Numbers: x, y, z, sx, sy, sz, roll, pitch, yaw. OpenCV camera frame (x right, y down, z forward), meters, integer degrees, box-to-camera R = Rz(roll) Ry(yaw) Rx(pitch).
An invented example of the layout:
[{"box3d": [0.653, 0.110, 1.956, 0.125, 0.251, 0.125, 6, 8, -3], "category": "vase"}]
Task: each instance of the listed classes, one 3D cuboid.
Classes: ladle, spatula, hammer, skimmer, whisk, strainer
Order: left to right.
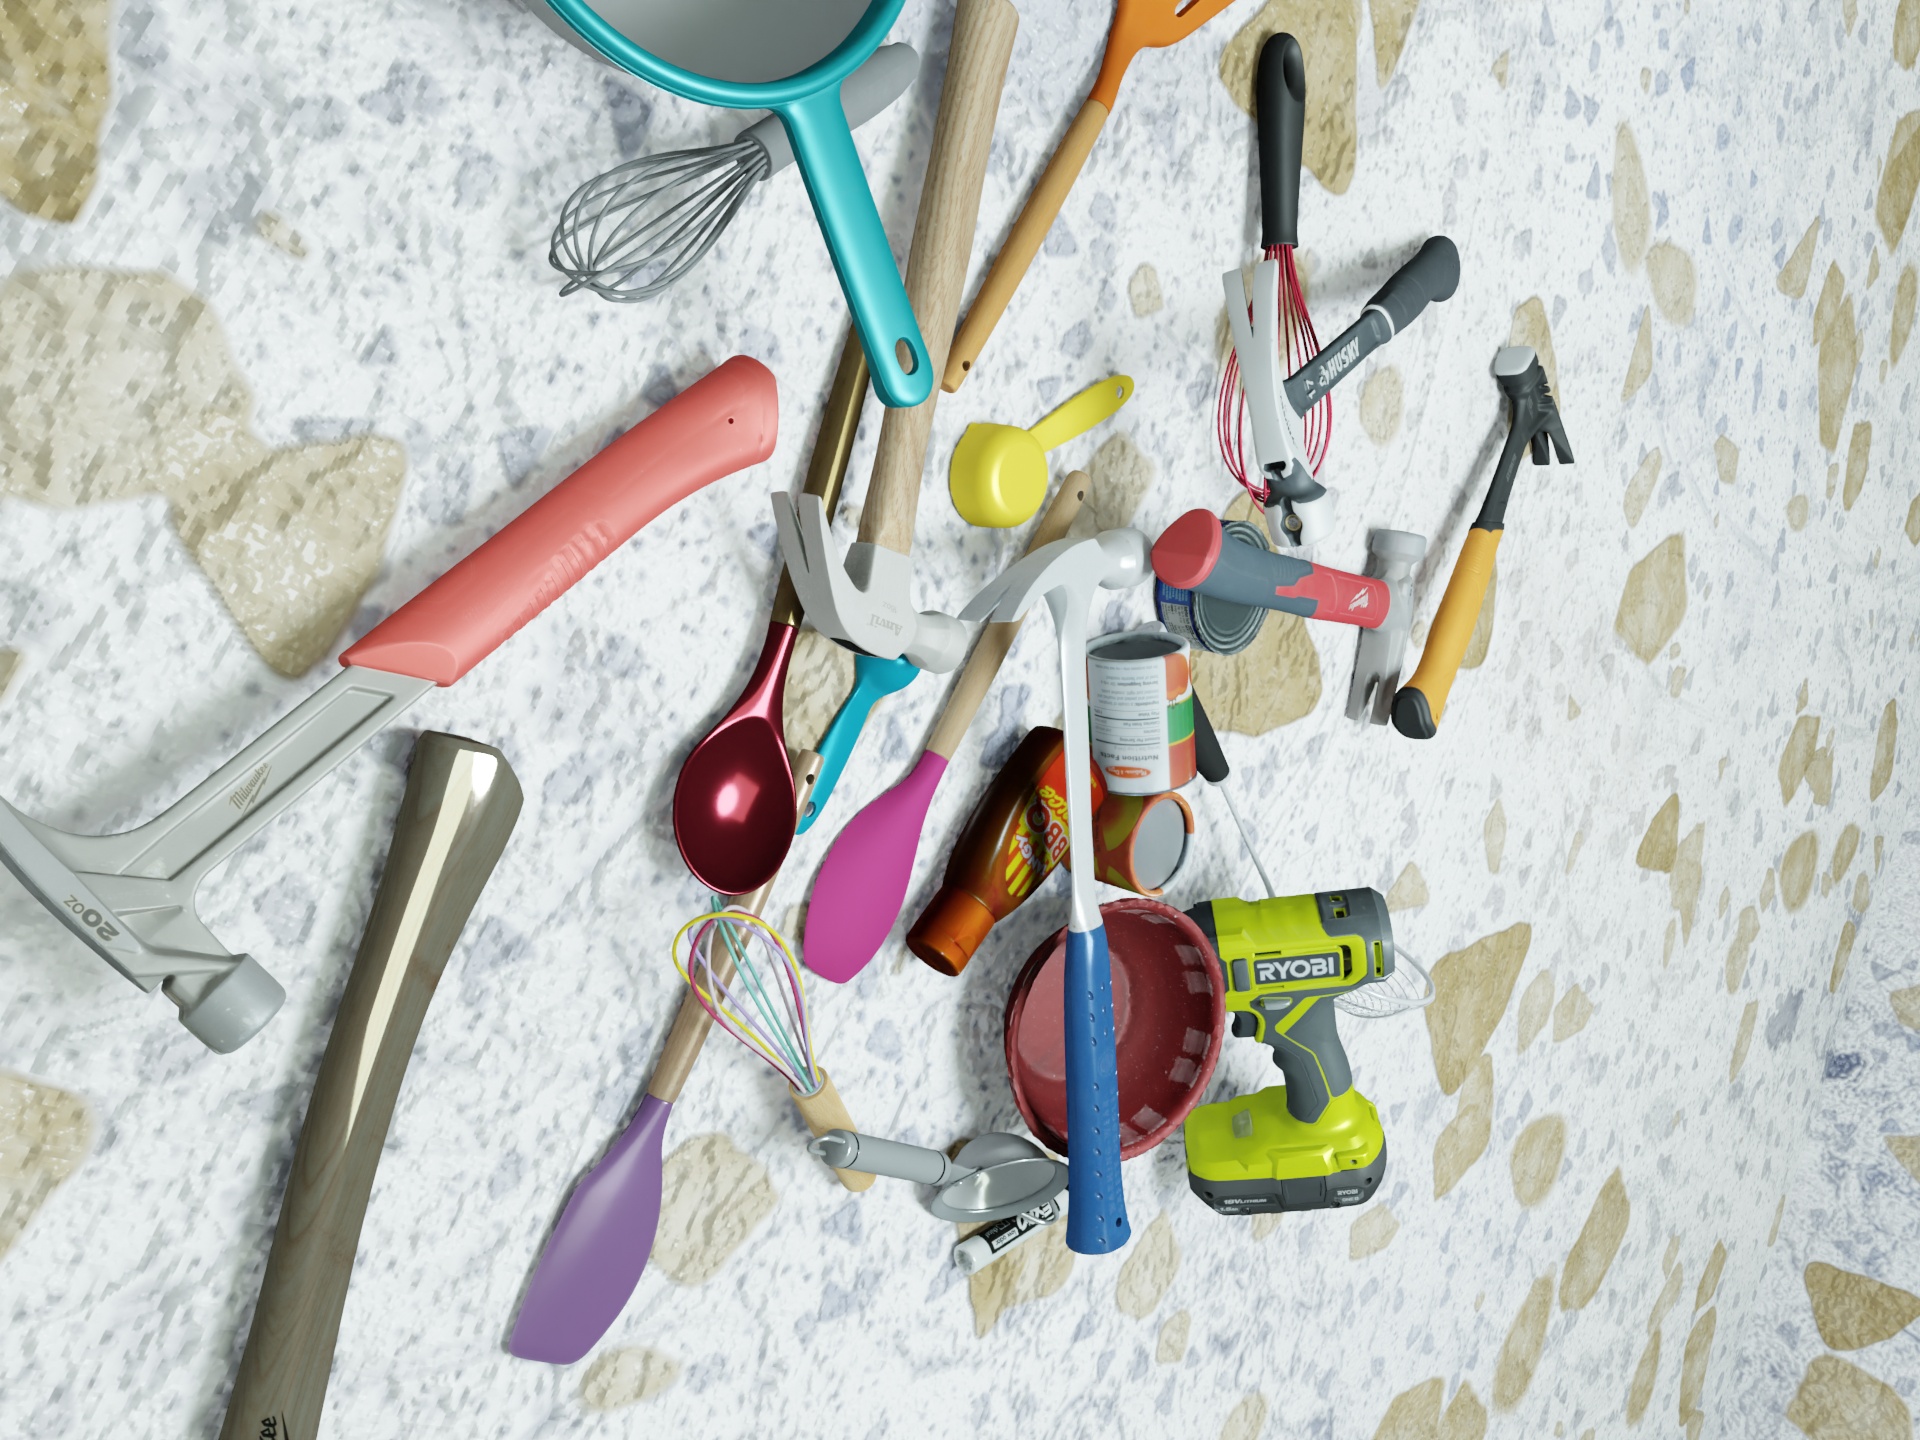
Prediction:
[{"box3d": [-0.265, 0.203, 0.638, 0.146, 0.038, 0.410, 17, 87, -46], "category": "hammer"}, {"box3d": [-0.201, -0.049, 0.627, 0.149, 0.037, 0.359, 53, 56, -17], "category": "hammer"}, {"box3d": [-0.134, 0.160, 0.776, 0.059, 0.018, 0.316, 30, 79, -41], "category": "spatula"}, {"box3d": [-0.099, -0.284, 0.636, 0.211, 0.095, 0.340, -38, 120, -32], "category": "strainer"}, {"box3d": [-0.092, -0.248, 0.703, 0.239, 0.055, 0.055, -47, 130, -34], "category": "whisk"}, {"box3d": [-0.087, 0.170, 0.799, 0.047, 0.051, 0.244, -32, 135, -14], "category": "whisk"}, {"box3d": [-0.079, -0.071, 0.771, 0.069, 0.031, 0.315, 19, 84, -38], "category": "ladle"}, {"box3d": [-0.018, -0.195, 0.777, 0.130, 0.031, 0.331, 15, 84, -52], "category": "hammer"}, {"box3d": [-0.011, 0.247, 0.886, 0.258, 0.087, 0.050, 35, 30, -55], "category": "strainer"}, {"box3d": [0.064, 0.104, 0.874, 0.144, 0.035, 0.405, -18, 109, -51], "category": "hammer"}, {"box3d": [0.070, -0.311, 0.856, 0.080, 0.041, 0.323, 40, 72, -45], "category": "spatula"}, {"box3d": [0.198, -0.275, 0.990, 0.073, 0.073, 0.296, -6, 98, -45], "category": "whisk"}, {"box3d": [0.219, 0.067, 1.067, 0.090, 0.127, 0.363, -30, 119, 0], "category": "skimmer"}, {"box3d": [0.217, -0.069, 1.021, 0.386, 0.038, 0.143, 1, 100, -58], "category": "hammer"}, {"box3d": [0.252, -0.247, 0.991, 0.409, 0.036, 0.149, -44, 121, -51], "category": "hammer"}, {"box3d": [0.400, -0.125, 1.223, 0.127, 0.034, 0.337, 49, 58, -40], "category": "hammer"}]

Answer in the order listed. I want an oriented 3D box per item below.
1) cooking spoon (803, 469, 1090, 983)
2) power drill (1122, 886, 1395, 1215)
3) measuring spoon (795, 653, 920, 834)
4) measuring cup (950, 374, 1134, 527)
[{"box3d": [-0.001, -0.003, 0.874, 0.068, 0.017, 0.319, 40, 71, -44], "category": "cooking spoon"}, {"box3d": [0.200, 0.217, 1.055, 0.080, 0.171, 0.223, -84, 165, -62], "category": "power drill"}, {"box3d": [-0.051, 0.004, 0.819, 0.042, 0.021, 0.129, 42, 68, -43], "category": "measuring spoon"}, {"box3d": [0.056, -0.157, 0.886, 0.156, 0.029, 0.062, -37, 125, -32], "category": "measuring cup"}]
